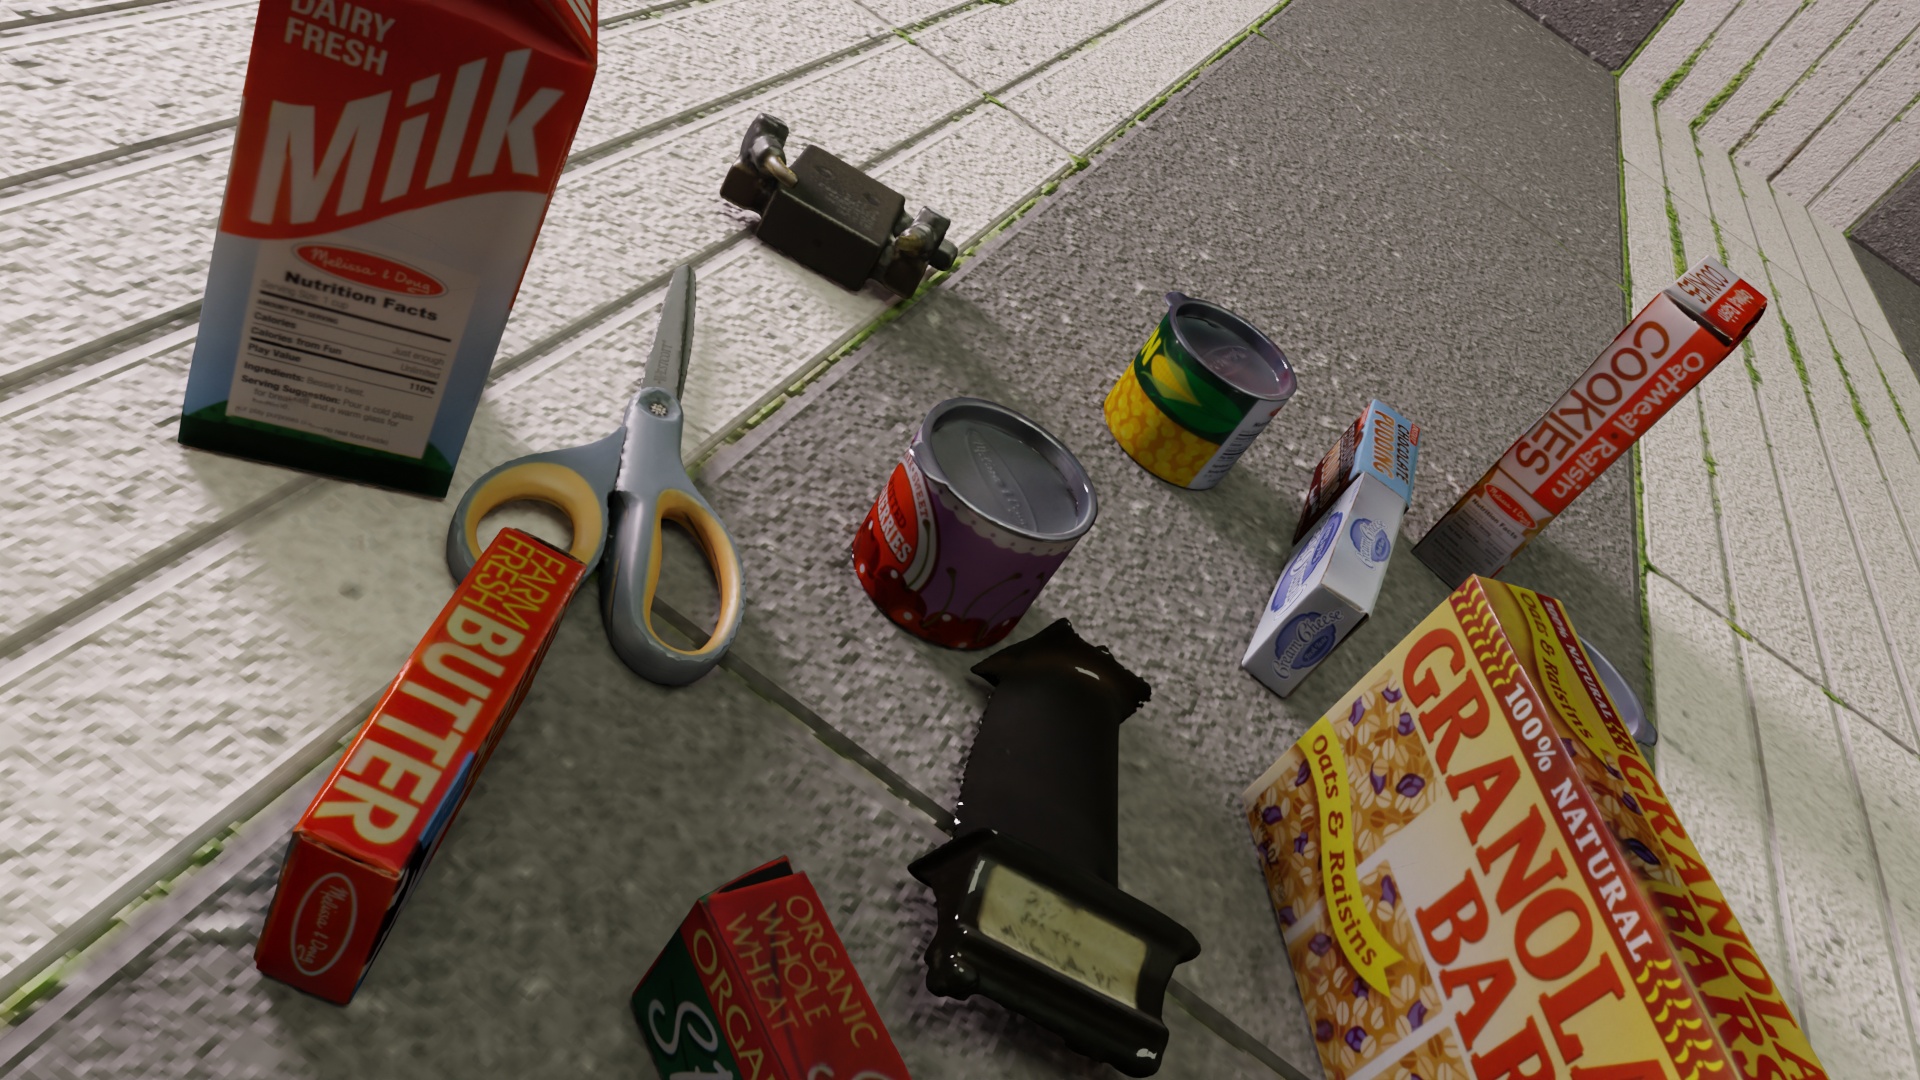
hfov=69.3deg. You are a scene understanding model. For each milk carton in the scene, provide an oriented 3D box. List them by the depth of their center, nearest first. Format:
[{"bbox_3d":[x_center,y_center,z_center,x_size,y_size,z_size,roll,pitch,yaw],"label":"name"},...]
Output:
[{"bbox_3d":[-0.145,-0.107,0.362,0.073,0.189,0.073,14,41,-26],"label":"milk carton"}]

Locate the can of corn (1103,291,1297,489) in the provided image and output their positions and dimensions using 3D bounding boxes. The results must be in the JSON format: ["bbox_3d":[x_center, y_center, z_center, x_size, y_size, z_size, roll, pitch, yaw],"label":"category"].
[{"bbox_3d":[0.104,-0.067,0.622,0.071,0.058,0.071,21,38,-18],"label":"can of corn"}]

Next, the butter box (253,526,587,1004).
[{"bbox_3d":[-0.122,0.047,0.321,0.024,0.053,0.104,27,37,-10],"label":"butter box"}]

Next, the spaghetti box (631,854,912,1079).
[{"bbox_3d":[0.002,0.181,0.267,0.029,0.050,0.251,-6,52,-42],"label":"spaghetti box"}]

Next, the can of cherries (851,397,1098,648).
[{"bbox_3d":[0.002,-0.006,0.473,0.071,0.058,0.072,21,38,-18],"label":"can of cherries"}]

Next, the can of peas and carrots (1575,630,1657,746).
[{"bbox_3d":[0.231,0.073,0.560,0.071,0.058,0.071,21,38,-18],"label":"can of peas and carrots"}]

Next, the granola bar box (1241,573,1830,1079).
[{"bbox_3d":[0.151,0.111,0.400,0.039,0.123,0.166,17,39,-23],"label":"granola bar box"}]

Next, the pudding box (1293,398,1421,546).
[{"bbox_3d":[0.186,-0.026,0.646,0.030,0.049,0.084,35,36,1],"label":"pudding box"}]

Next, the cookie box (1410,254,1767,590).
[{"bbox_3d":[0.305,-0.055,0.672,0.040,0.166,0.123,45,37,14],"label":"cookie box"}]

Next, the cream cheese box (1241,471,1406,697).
[{"bbox_3d":[0.150,0.016,0.567,0.024,0.053,0.104,37,36,3],"label":"cream cheese box"}]
